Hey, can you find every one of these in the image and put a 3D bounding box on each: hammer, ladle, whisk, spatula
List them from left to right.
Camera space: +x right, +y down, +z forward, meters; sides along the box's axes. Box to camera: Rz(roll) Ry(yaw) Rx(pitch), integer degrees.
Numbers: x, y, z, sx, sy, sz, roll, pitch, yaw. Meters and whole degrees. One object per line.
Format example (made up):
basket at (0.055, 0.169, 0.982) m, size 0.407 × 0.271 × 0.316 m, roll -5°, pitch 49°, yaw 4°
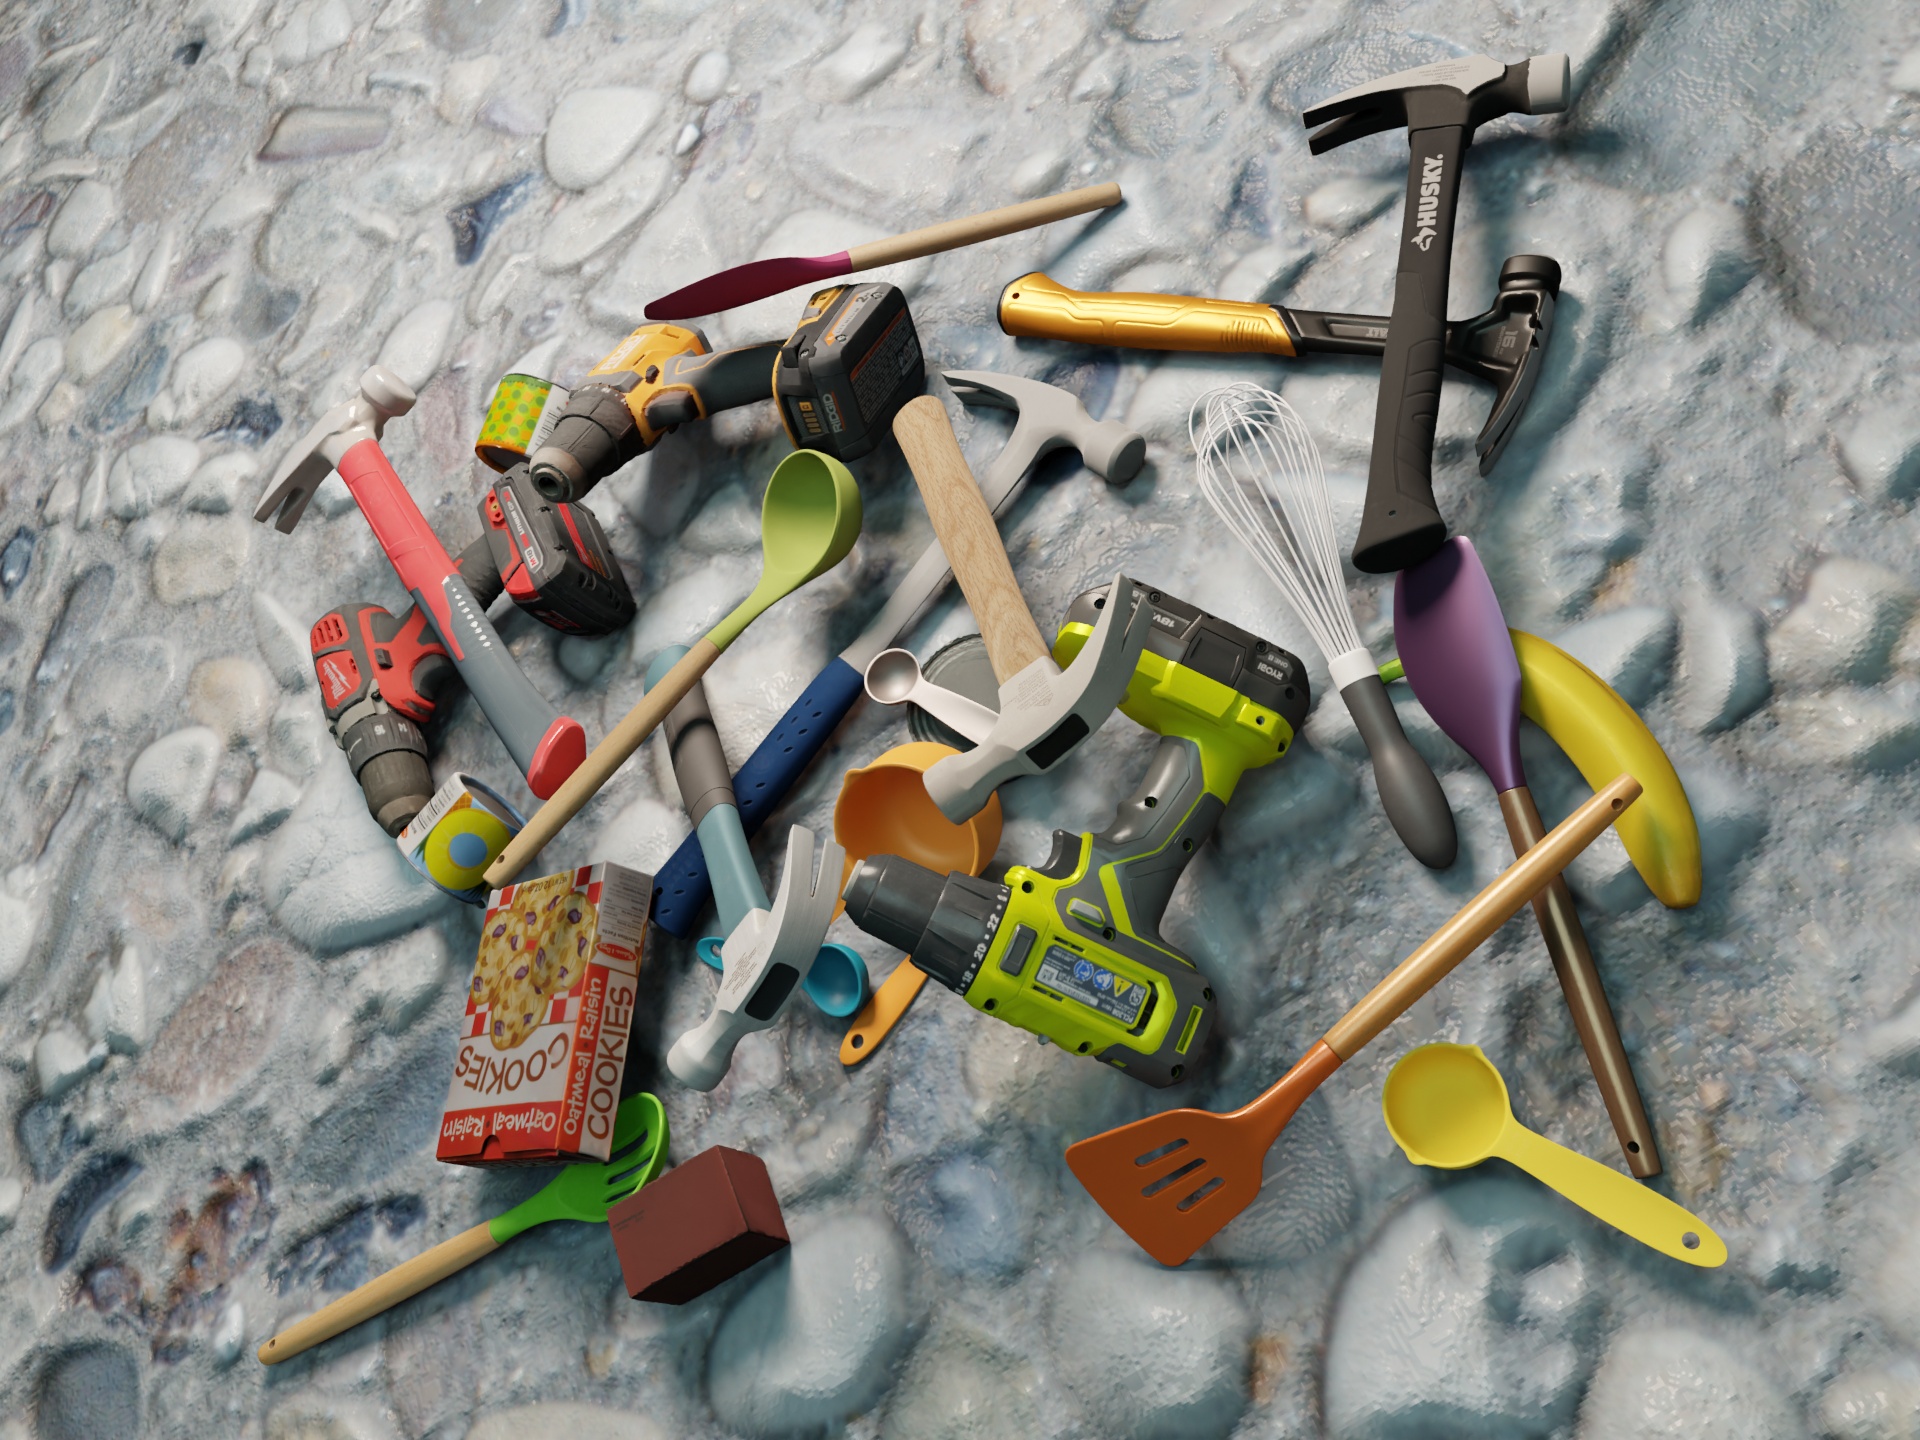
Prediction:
hammer at (-0.349, -0.076, 1.030) m, size 0.143 × 0.038 × 0.387 m, roll -46°, pitch 57°, yaw 9°
ladle at (-0.169, -0.032, 0.929) m, size 0.078 × 0.062 × 0.320 m, roll 23°, pitch 67°, yaw 46°
hammer at (-0.140, 0.051, 0.897) m, size 0.128 × 0.033 × 0.331 m, roll -51°, pitch 33°, yaw 14°
hammer at (-0.062, -0.043, 0.971) m, size 0.144 × 0.035 × 0.405 m, roll 36°, pitch 86°, yaw 32°
hammer at (0.011, -0.089, 0.851) m, size 0.130 × 0.031 × 0.332 m, roll -35°, pitch 38°, yaw 13°
hammer at (0.169, -0.226, 0.945) m, size 0.337 × 0.034 × 0.127 m, roll 13°, pitch 73°, yaw 29°
whisk at (0.193, -0.055, 0.830) m, size 0.070 × 0.070 × 0.285 m, roll -25°, pitch 74°, yaw 13°
spatula at (0.191, 0.136, 0.749) m, size 0.322 × 0.041 × 0.081 m, roll -43°, pitch 94°, yaw 4°
hammer at (0.245, -0.228, 0.867) m, size 0.146 × 0.035 × 0.335 m, roll 2°, pitch 64°, yaw 24°
spatula at (0.271, 0.059, 0.762) m, size 0.060 × 0.018 × 0.316 m, roll -31°, pitch 64°, yaw 39°

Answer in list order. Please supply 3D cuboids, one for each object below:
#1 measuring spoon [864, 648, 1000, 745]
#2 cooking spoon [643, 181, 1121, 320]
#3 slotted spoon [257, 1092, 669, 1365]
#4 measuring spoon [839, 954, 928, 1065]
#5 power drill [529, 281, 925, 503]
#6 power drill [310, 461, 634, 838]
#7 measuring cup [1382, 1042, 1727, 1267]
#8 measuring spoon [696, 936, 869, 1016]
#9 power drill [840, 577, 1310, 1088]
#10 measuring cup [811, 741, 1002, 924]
measuring spoon at (-0.001, -0.003, 0.900) m, size 0.124 × 0.018 × 0.034 m, roll 29°, pitch 81°, yaw 25°
cooking spoon at (-0.046, -0.299, 1.014) m, size 0.319 × 0.069 × 0.017 m, roll -18°, pitch 92°, yaw -9°
slotted spoon at (-0.290, 0.308, 0.930) m, size 0.314 × 0.031 × 0.070 m, roll -31°, pitch 42°, yaw 13°
measuring spoon at (-0.032, 0.144, 0.889) m, size 0.021 × 0.011 × 0.117 m, roll 35°, pitch 86°, yaw 32°
power drill at (-0.157, -0.206, 1.026) m, size 0.226 × 0.084 × 0.185 m, roll 0°, pitch 39°, yaw 25°
power drill at (-0.336, -0.044, 1.077) m, size 0.226 × 0.080 × 0.188 m, roll -35°, pitch 58°, yaw 11°
measuring cup at (0.267, 0.201, 0.720) m, size 0.157 × 0.029 × 0.062 m, roll 27°, pitch 82°, yaw 27°
measuring spoon at (-0.101, 0.140, 0.922) m, size 0.129 × 0.021 × 0.042 m, roll 6°, pitch 102°, yaw 36°
power drill at (0.064, 0.049, 0.813) m, size 0.190 × 0.080 × 0.228 m, roll 25°, pitch 77°, yaw 0°
measuring cup at (-0.047, 0.079, 0.904) m, size 0.095 × 0.052 × 0.173 m, roll 49°, pitch 123°, yaw 1°
